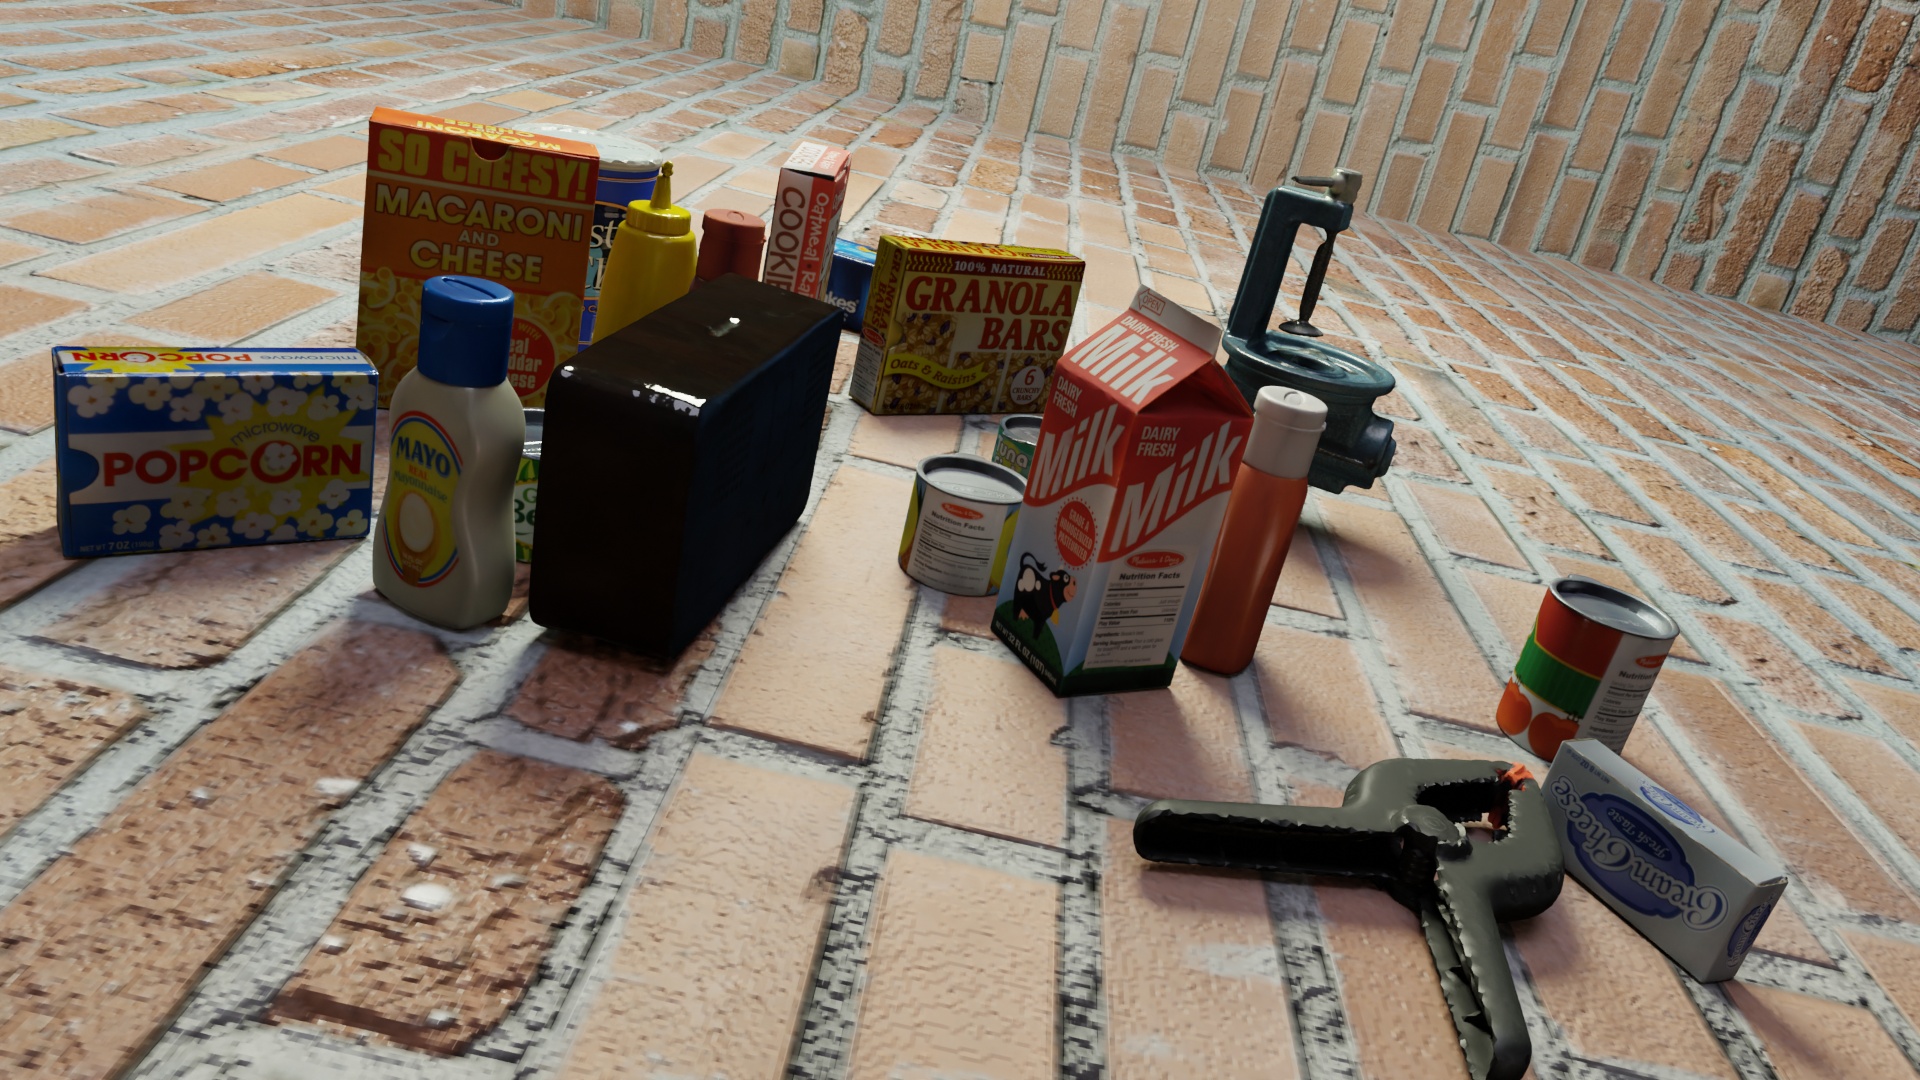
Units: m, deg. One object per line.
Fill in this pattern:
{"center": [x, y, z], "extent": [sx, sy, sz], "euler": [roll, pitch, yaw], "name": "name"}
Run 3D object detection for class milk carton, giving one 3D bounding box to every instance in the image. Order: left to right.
{"center": [0.081, -0.025, 0.682], "extent": [0.073, 0.189, 0.072], "euler": [0, 26, -30], "name": "milk carton"}

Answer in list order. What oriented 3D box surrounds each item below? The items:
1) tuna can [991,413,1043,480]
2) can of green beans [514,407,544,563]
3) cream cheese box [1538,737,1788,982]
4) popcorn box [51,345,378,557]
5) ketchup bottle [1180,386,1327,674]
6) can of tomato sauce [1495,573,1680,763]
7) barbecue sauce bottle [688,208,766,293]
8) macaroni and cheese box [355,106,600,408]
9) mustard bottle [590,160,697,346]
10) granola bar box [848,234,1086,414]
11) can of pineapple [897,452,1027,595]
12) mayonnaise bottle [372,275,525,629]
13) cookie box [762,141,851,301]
{"center": [0.054, -0.059, 0.947], "extent": [0.071, 0.032, 0.071], "euler": [12, 23, -5], "name": "tuna can"}
{"center": [-0.211, -0.028, 0.696], "extent": [0.071, 0.057, 0.071], "euler": [12, 23, -5], "name": "can of green beans"}
{"center": [0.299, 0.137, 0.607], "extent": [0.024, 0.053, 0.104], "euler": [1, 26, -28], "name": "cream cheese box"}
{"center": [-0.333, -0.042, 0.626], "extent": [0.127, 0.085, 0.038], "euler": [-6, 29, -38], "name": "popcorn box"}
{"center": [0.154, -0.006, 0.733], "extent": [0.043, 0.148, 0.065], "euler": [18, 23, 11], "name": "ketchup bottle"}
{"center": [0.331, 0.070, 0.741], "extent": [0.071, 0.082, 0.071], "euler": [12, 23, -5], "name": "can of tomato sauce"}
{"center": [-0.145, -0.121, 0.831], "extent": [0.044, 0.148, 0.065], "euler": [8, 23, -13], "name": "barbecue sauce bottle"}
{"center": [-0.282, -0.155, 0.810], "extent": [0.124, 0.165, 0.040], "euler": [4, 24, -21], "name": "macaroni and cheese box"}
{"center": [-0.197, -0.163, 0.884], "extent": [0.049, 0.159, 0.065], "euler": [23, 24, 22], "name": "mustard bottle"}
{"center": [0.007, -0.157, 1.029], "extent": [0.166, 0.123, 0.039], "euler": [-5, 29, -37], "name": "granola bar box"}
{"center": [0.003, -0.010, 0.773], "extent": [0.071, 0.057, 0.071], "euler": [12, 23, -5], "name": "can of pineapple"}
{"center": [-0.219, -0.038, 0.600], "extent": [0.065, 0.147, 0.041], "euler": [22, 24, 20], "name": "mayonnaise bottle"}
{"center": [-0.113, -0.185, 0.973], "extent": [0.040, 0.166, 0.123], "euler": [12, 23, -5], "name": "cookie box"}
